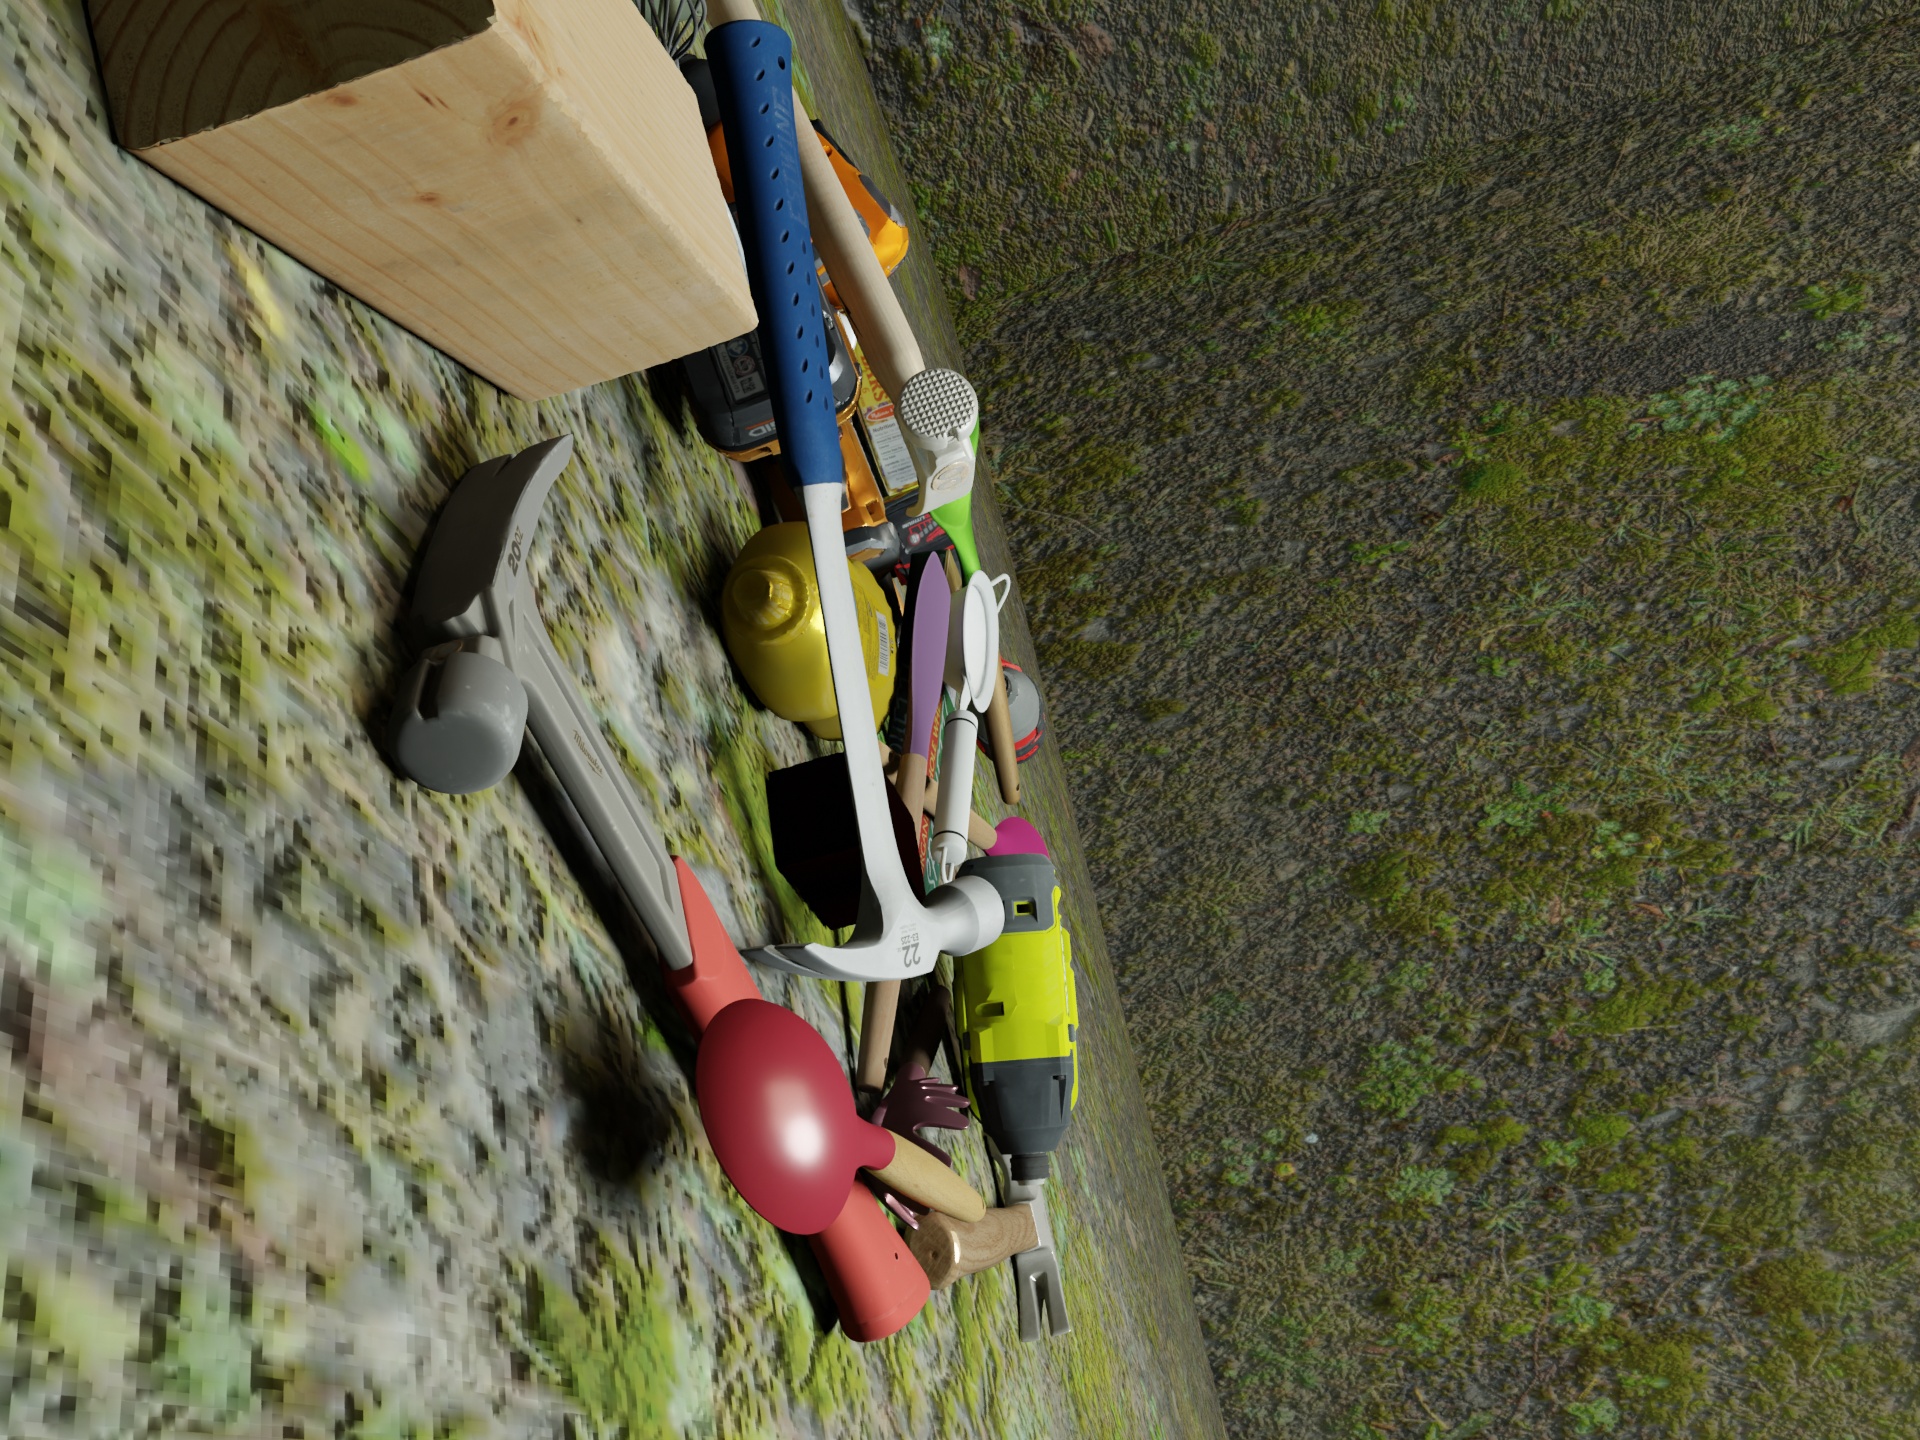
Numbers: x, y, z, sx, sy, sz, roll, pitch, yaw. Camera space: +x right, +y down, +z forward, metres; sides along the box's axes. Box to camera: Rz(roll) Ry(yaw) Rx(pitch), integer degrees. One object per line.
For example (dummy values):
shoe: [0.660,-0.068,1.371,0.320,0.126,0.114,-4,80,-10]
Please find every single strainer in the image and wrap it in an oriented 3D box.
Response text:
strainer: [-0.001,-0.003,0.919,0.259,0.050,0.086,-84,166,-48]

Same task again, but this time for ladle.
ladle: [-0.025,0.158,0.566,0.315,0.031,0.069,63,12,-64]

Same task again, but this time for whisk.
whisk: [-0.147,-0.323,0.782,0.239,0.055,0.055,-169,-117,-84]

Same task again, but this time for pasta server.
pasta server: [-0.016,0.185,0.842,0.316,0.040,0.060,-42,157,-85]

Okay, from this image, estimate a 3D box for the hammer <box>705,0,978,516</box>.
hammer: [-0.090,-0.304,0.846,0.146,0.038,0.411,102,-36,-79]

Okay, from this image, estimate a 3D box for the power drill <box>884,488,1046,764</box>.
power drill: [0.003,-0.077,1.257,0.143,0.078,0.220,67,-1,-74]

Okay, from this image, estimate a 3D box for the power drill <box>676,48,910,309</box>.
power drill: [-0.114,-0.340,1.001,0.164,0.084,0.226,50,12,-4]

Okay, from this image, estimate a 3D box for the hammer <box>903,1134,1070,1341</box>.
hammer: [0.018,0.295,0.902,0.331,0.031,0.130,53,22,-71]

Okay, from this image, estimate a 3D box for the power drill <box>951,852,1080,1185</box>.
power drill: [0.033,0.178,0.931,0.223,0.080,0.171,80,6,-77]

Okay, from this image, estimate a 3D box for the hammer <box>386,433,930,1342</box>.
hammer: [-0.081,0.086,0.534,0.149,0.036,0.358,-97,168,-54]

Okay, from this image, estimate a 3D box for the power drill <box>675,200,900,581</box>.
power drill: [-0.099,-0.186,0.848,0.226,0.084,0.185,68,1,-73]

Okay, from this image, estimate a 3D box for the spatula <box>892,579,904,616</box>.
spatula: [-0.050,-0.060,1.212,0.081,0.041,0.322,-96,164,-59]

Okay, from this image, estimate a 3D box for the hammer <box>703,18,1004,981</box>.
hammer: [-0.061,-0.088,0.671,0.144,0.035,0.405,-11,92,-56]

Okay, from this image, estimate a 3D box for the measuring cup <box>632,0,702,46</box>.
measuring cup: [-0.177,-0.410,0.893,0.083,0.038,0.168,67,11,-47]

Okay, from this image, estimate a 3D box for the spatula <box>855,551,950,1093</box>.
spatula: [-0.028,0.041,0.832,0.059,0.018,0.316,67,25,-54]

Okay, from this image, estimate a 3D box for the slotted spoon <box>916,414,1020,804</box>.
slotted spoon: [0.011,-0.065,1.032,0.070,0.031,0.313,-54,144,-42]

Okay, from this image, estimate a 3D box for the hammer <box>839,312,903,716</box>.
hammer: [-0.062,-0.109,1.060,0.128,0.033,0.330,-138,-148,-66]

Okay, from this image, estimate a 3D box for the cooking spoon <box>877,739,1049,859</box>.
cooking spoon: [0.007,0.066,0.976,0.318,0.017,0.069,42,51,-62]
